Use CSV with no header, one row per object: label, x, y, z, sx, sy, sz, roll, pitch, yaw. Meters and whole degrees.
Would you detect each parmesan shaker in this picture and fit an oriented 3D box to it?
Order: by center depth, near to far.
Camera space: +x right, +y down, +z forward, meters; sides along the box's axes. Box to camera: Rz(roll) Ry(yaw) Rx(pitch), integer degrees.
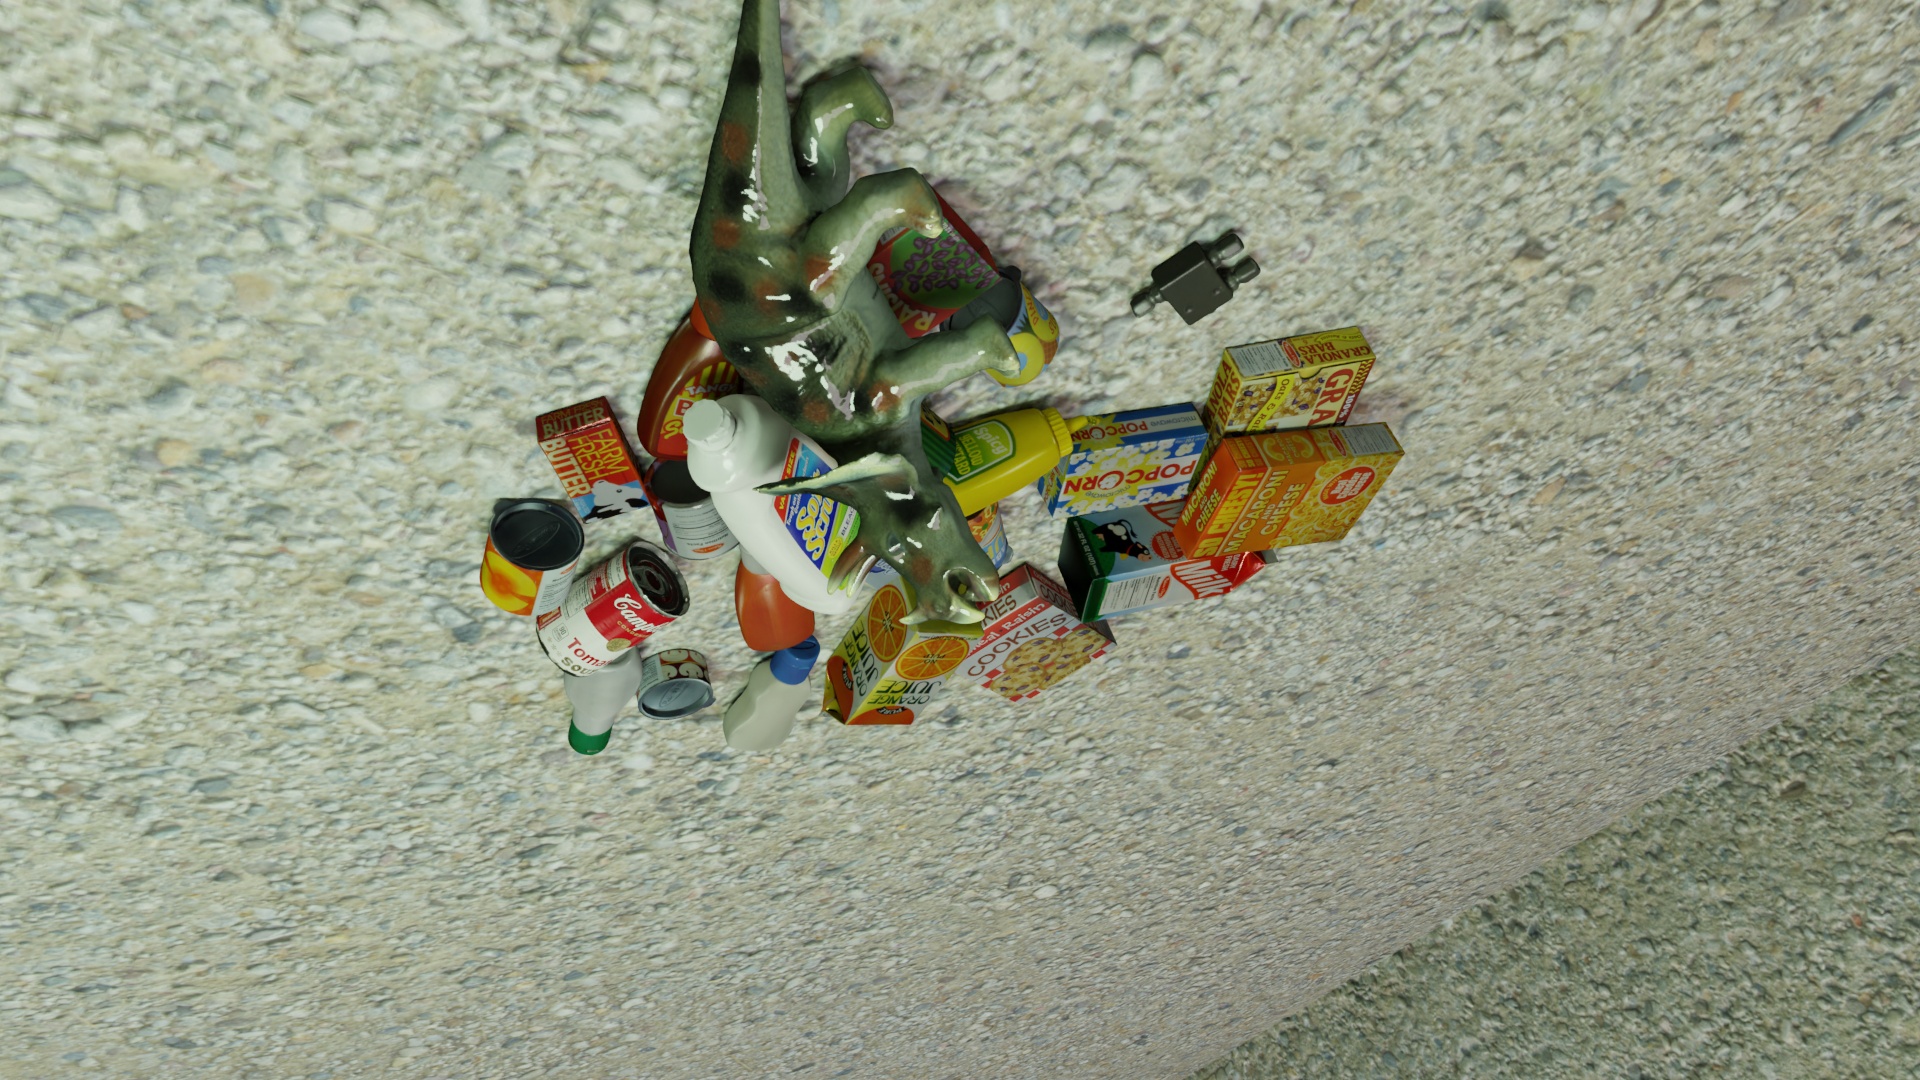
parmesan shaker,-0.058,-0.083,1.016,0.071,0.071,0.103,-32,145,16

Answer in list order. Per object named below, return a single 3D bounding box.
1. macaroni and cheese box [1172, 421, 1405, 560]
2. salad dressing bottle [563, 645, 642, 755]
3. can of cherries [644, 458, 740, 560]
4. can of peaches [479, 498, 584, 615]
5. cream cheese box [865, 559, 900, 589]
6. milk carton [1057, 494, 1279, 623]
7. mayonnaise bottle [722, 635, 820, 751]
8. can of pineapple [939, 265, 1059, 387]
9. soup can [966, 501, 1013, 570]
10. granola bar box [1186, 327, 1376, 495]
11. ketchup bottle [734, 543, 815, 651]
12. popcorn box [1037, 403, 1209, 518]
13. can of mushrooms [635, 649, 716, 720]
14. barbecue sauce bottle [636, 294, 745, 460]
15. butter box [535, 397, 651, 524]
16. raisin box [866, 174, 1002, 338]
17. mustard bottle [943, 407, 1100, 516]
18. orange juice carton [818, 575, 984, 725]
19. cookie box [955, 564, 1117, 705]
macaroni and cheese box,0.280,-0.042,1.199,0.167,0.040,0.123,-7,144,-22
salad dressing bottle,-0.313,0.134,1.197,0.064,0.044,0.146,-4,144,-26
can of cherries,-0.192,-0.031,1.012,0.071,0.072,0.058,-16,139,-7
can of peaches,-0.314,0.011,1.009,0.071,0.071,0.057,0,141,-28
cream cheese box,-0.078,0.003,1.156,0.053,0.024,0.103,-31,145,15
milk carton,0.192,0.011,1.270,0.191,0.072,0.073,-10,145,-14
mayonnaise bottle,-0.170,0.140,1.284,0.065,0.041,0.147,1,139,-31
can of pineapple,0.029,-0.148,0.967,0.071,0.071,0.058,-33,145,17
soup can,0.004,-0.014,1.137,0.071,0.071,0.083,-19,146,-3
granola bar box,0.267,-0.101,1.183,0.124,0.039,0.164,-11,145,-15
ketchup bottle,-0.157,0.035,1.142,0.065,0.044,0.148,-15,145,-11
popcorn box,0.136,-0.066,1.162,0.127,0.038,0.084,-9,145,-17
can of mushrooms,-0.253,0.128,1.229,0.071,0.033,0.070,-14,145,-10
barbecue sauce bottle,-0.170,-0.117,0.923,0.065,0.044,0.147,-8,145,-33
butter box,-0.258,-0.054,0.981,0.053,0.024,0.103,-17,146,-5
raisin box,-0.048,-0.172,0.918,0.123,0.040,0.086,-33,144,16
mustard bottle,0.035,-0.069,1.087,0.160,0.065,0.048,-24,150,-7
orange juice carton,-0.061,0.110,1.271,0.072,0.073,0.191,5,139,-33
cookie box,0.059,0.094,1.343,0.122,0.040,0.167,-34,145,18
